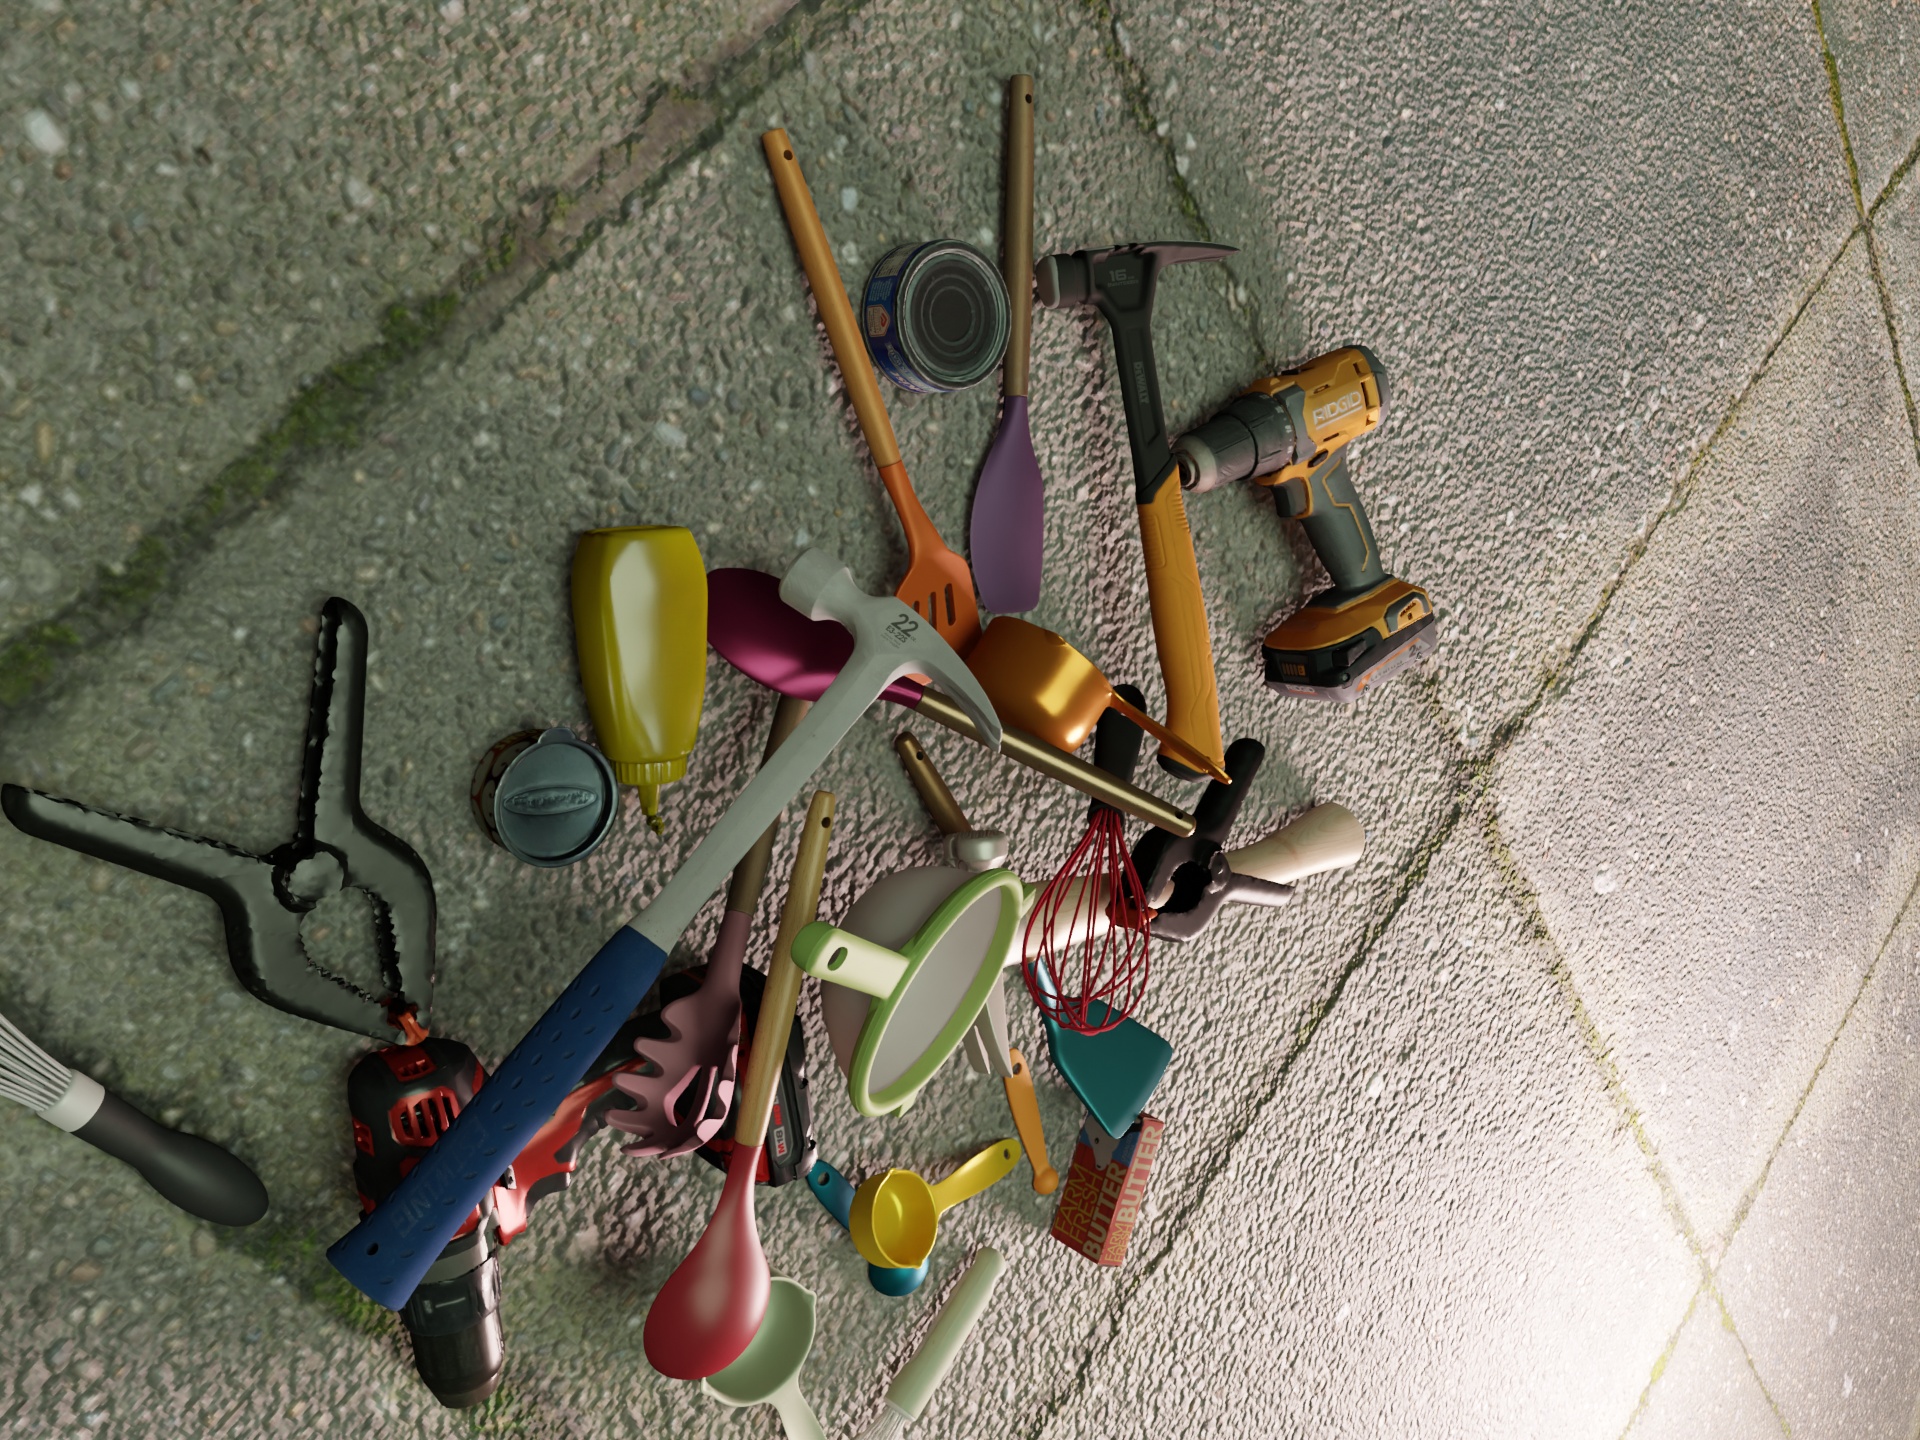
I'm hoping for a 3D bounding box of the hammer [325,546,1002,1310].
[{"bbox_3d":[-0.138,0.100,0.760,0.405,0.144,0.035,-52,167,-18],"label":"hammer"}]

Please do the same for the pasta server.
[{"bbox_3d":[-0.111,0.072,0.822,0.040,0.060,0.316,53,42,-53],"label":"pasta server"}]

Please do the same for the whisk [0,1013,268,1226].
[{"bbox_3d":[-0.394,0.140,0.658,0.070,0.070,0.284,-53,131,-19],"label":"whisk"}]

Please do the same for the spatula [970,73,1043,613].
[{"bbox_3d":[0.032,-0.221,0.955,0.059,0.018,0.316,-7,103,-38],"label":"spatula"}]

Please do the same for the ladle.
[{"bbox_3d":[-0.102,0.190,0.815,0.069,0.031,0.315,12,91,-37],"label":"ladle"}]

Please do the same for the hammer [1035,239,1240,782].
[{"bbox_3d":[0.133,-0.128,0.996,0.127,0.034,0.337,-12,99,-17],"label":"hammer"}]

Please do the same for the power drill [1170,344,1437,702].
[{"bbox_3d":[0.236,-0.127,1.099,0.185,0.084,0.226,-27,110,-30],"label":"power drill"}]

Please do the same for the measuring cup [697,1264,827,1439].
[{"bbox_3d":[-0.112,0.390,0.939,0.083,0.038,0.167,-34,119,-29],"label":"measuring cup"}]

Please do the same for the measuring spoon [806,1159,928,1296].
[{"bbox_3d":[-0.056,0.313,0.978,0.042,0.021,0.128,-47,123,-22],"label":"measuring spoon"}]

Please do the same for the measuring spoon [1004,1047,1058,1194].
[{"bbox_3d":[0.048,0.269,1.060,0.021,0.011,0.116,-28,114,-32],"label":"measuring spoon"}]

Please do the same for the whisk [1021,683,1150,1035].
[{"bbox_3d":[0.085,0.072,0.946,0.073,0.073,0.296,59,28,-30],"label":"whisk"}]

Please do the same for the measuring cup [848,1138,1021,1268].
[{"bbox_3d":[-0.014,0.297,1.004,0.156,0.029,0.062,-12,84,-54],"label":"measuring cup"}]

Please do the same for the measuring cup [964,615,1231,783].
[{"bbox_3d":[0.076,0.006,0.949,0.174,0.095,0.052,34,76,9],"label":"measuring cup"}]

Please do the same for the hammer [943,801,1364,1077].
[{"bbox_3d":[0.149,0.122,1.073,0.410,0.038,0.146,-7,93,-43],"label":"hammer"}]

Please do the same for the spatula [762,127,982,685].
[{"bbox_3d":[-0.054,-0.167,0.896,0.081,0.041,0.322,-31,112,-31],"label":"spatula"}]

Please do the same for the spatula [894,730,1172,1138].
[{"bbox_3d":[0.042,0.131,1.011,0.082,0.044,0.317,-49,123,-32],"label":"spatula"}]

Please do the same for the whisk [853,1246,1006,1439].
[{"bbox_3d":[-0.044,0.440,1.000,0.246,0.059,0.057,-53,167,-23],"label":"whisk"}]

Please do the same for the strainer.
[{"bbox_3d":[-0.049,0.119,0.812,0.151,0.069,0.256,-59,158,-5],"label":"strainer"}]

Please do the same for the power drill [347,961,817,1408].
[{"bbox_3d":[-0.192,0.233,0.823,0.226,0.080,0.188,-14,106,-33],"label":"power drill"}]

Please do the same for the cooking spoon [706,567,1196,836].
[{"bbox_3d":[-0.001,-0.003,0.892,0.318,0.017,0.069,26,54,-17],"label":"cooking spoon"}]
